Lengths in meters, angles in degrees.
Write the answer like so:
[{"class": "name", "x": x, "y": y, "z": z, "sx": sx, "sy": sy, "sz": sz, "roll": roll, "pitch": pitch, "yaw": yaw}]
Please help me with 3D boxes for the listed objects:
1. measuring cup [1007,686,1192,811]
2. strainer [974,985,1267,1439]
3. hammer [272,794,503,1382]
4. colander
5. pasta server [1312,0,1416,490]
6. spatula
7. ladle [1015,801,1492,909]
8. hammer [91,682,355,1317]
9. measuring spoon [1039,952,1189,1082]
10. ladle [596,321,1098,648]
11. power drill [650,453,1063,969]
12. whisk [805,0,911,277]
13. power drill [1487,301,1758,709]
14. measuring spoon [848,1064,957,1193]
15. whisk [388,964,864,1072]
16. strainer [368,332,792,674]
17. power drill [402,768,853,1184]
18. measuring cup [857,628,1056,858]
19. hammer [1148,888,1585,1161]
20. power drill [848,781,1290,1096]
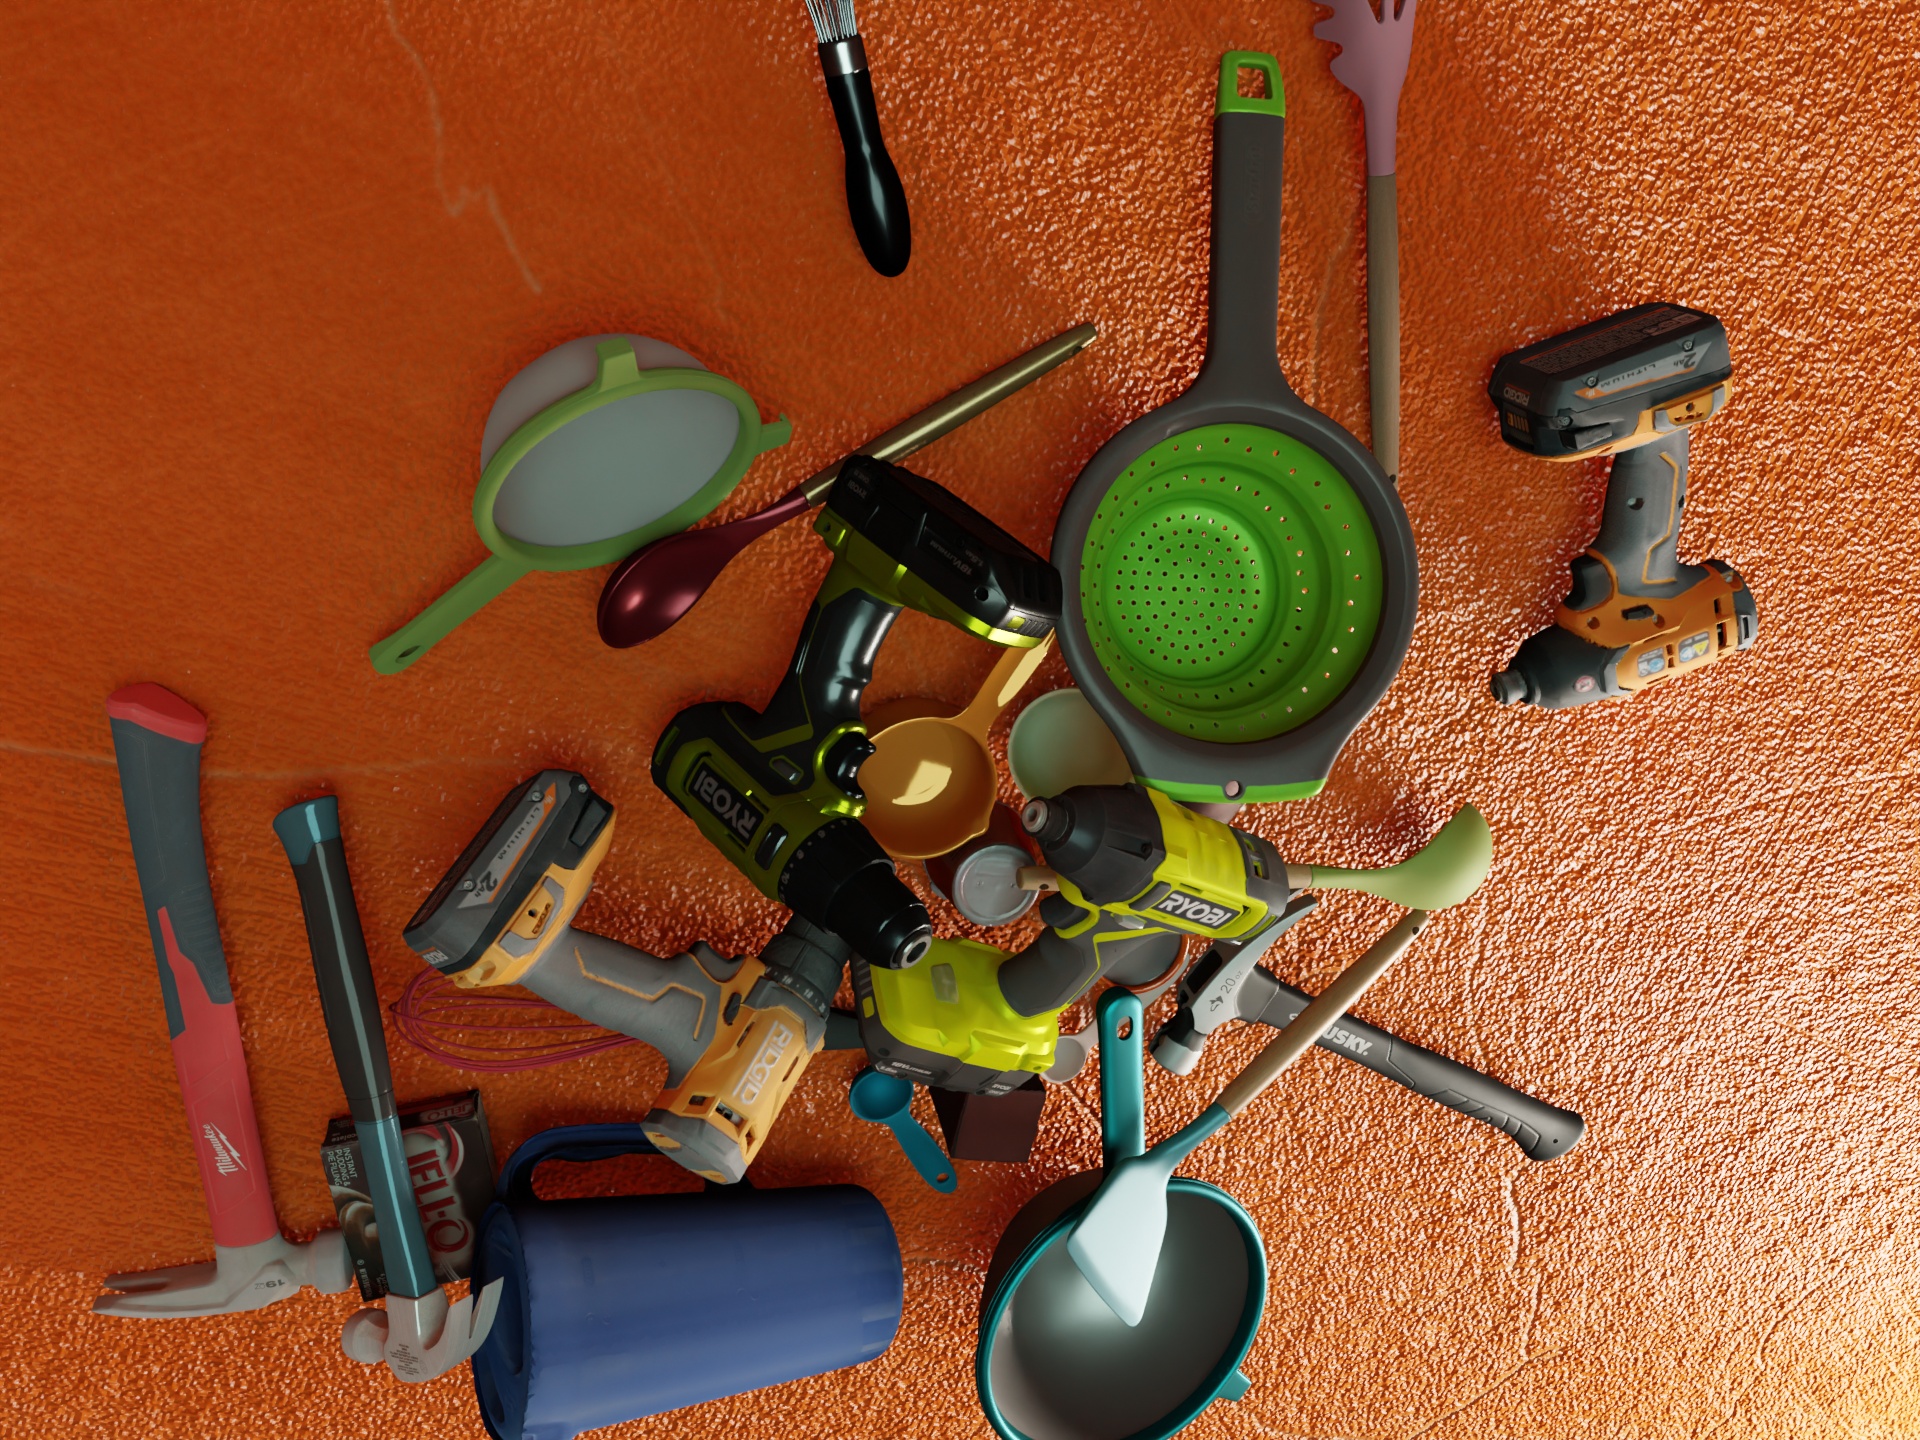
[{"class": "measuring cup", "x": 0.105, "y": 0.042, "z": 0.934, "sx": 0.167, "sy": 0.038, "sz": 0.083, "roll": 33, "pitch": 99, "yaw": 1}, {"class": "strainer", "x": 0.088, "y": 0.314, "z": 1.033, "sx": 0.211, "sy": 0.095, "sz": 0.340, "roll": -10, "pitch": 109, "yaw": -21}, {"class": "hammer", "x": -0.326, "y": 0.204, "z": 0.874, "sx": 0.033, "sy": 0.128, "sz": 0.331, "roll": -17, "pitch": 99, "yaw": -52}, {"class": "colander", "x": 0.142, "y": -0.156, "z": 0.880, "sx": 0.204, "sy": 0.094, "sz": 0.397, "roll": 1, "pitch": 92, "yaw": -10}, {"class": "pasta server", "x": 0.230, "y": -0.275, "z": 0.880, "sx": 0.060, "sy": 0.040, "sz": 0.316, "roll": -13, "pitch": 117, "yaw": -8}, {"class": "spatula", "x": 0.186, "y": 0.227, "z": 0.978, "sx": 0.317, "sy": 0.044, "sz": 0.082, "roll": -41, "pitch": 113, "yaw": -14}, {"class": "ladle", "x": 0.184, "y": 0.085, "z": 0.970, "sx": 0.320, "sy": 0.062, "sz": 0.078, "roll": 1, "pitch": 140, "yaw": -17}, {"class": "hammer", "x": -0.439, "y": 0.167, "z": 0.885, "sx": 0.143, "sy": 0.038, "sz": 0.386, "roll": -4, "pitch": 111, "yaw": -10}, {"class": "measuring spoon", "x": 0.098, "y": 0.188, "z": 1.033, "sx": 0.124, "sy": 0.018, "sz": 0.034, "roll": -38, "pitch": 114, "yaw": -4}, {"class": "ladle", "x": -0.062, "y": -0.134, "z": 0.860, "sx": 0.315, "sy": 0.031, "sz": 0.069, "roll": -31, "pitch": 157, "yaw": -4}, {"class": "power drill", "x": -0.047, "y": -0.003, "z": 0.830, "sx": 0.080, "sy": 0.191, "sz": 0.228, "roll": 7, "pitch": 118, "yaw": -58}, {"class": "whisk", "x": -0.065, "y": -0.355, "z": 0.767, "sx": 0.070, "sy": 0.070, "sz": 0.284, "roll": -17, "pitch": 118, "yaw": -6}, {"class": "power drill", "x": 0.382, "y": -0.114, "z": 0.946, "sx": 0.164, "sy": 0.084, "sz": 0.226, "roll": -21, "pitch": 117, "yaw": -4}, {"class": "measuring spoon", "x": -0.034, "y": 0.263, "z": 1.031, "sx": 0.042, "sy": 0.021, "sz": 0.128, "roll": -30, "pitch": 123, "yaw": -1}, {"class": "whisk", "x": -0.182, "y": 0.176, "z": 0.940, "sx": 0.295, "sy": 0.073, "sz": 0.073, "roll": 7, "pitch": 109, "yaw": -21}, {"class": "strainer", "x": -0.221, "y": -0.117, "z": 0.815, "sx": 0.256, "sy": 0.151, "sz": 0.069, "roll": -34, "pitch": 72, "yaw": 20}, {"class": "power drill", "x": -0.166, "y": 0.121, "z": 0.887, "sx": 0.226, "sy": 0.084, "sz": 0.185, "roll": 41, "pitch": 60, "yaw": -17}, {"class": "measuring cup", "x": -0.001, "y": -0.003, "z": 0.915, "sx": 0.095, "sy": 0.052, "sz": 0.173, "roll": 34, "pitch": 98, "yaw": -22}, {"class": "hammer", "x": 0.298, "y": 0.225, "z": 1.079, "sx": 0.334, "sy": 0.035, "sz": 0.146, "roll": 26, "pitch": 103, "yaw": -21}, {"class": "power drill", "x": 0.046, "y": 0.117, "z": 0.872, "sx": 0.171, "sy": 0.080, "sz": 0.223, "roll": 21, "pitch": 131, "yaw": -37}]
